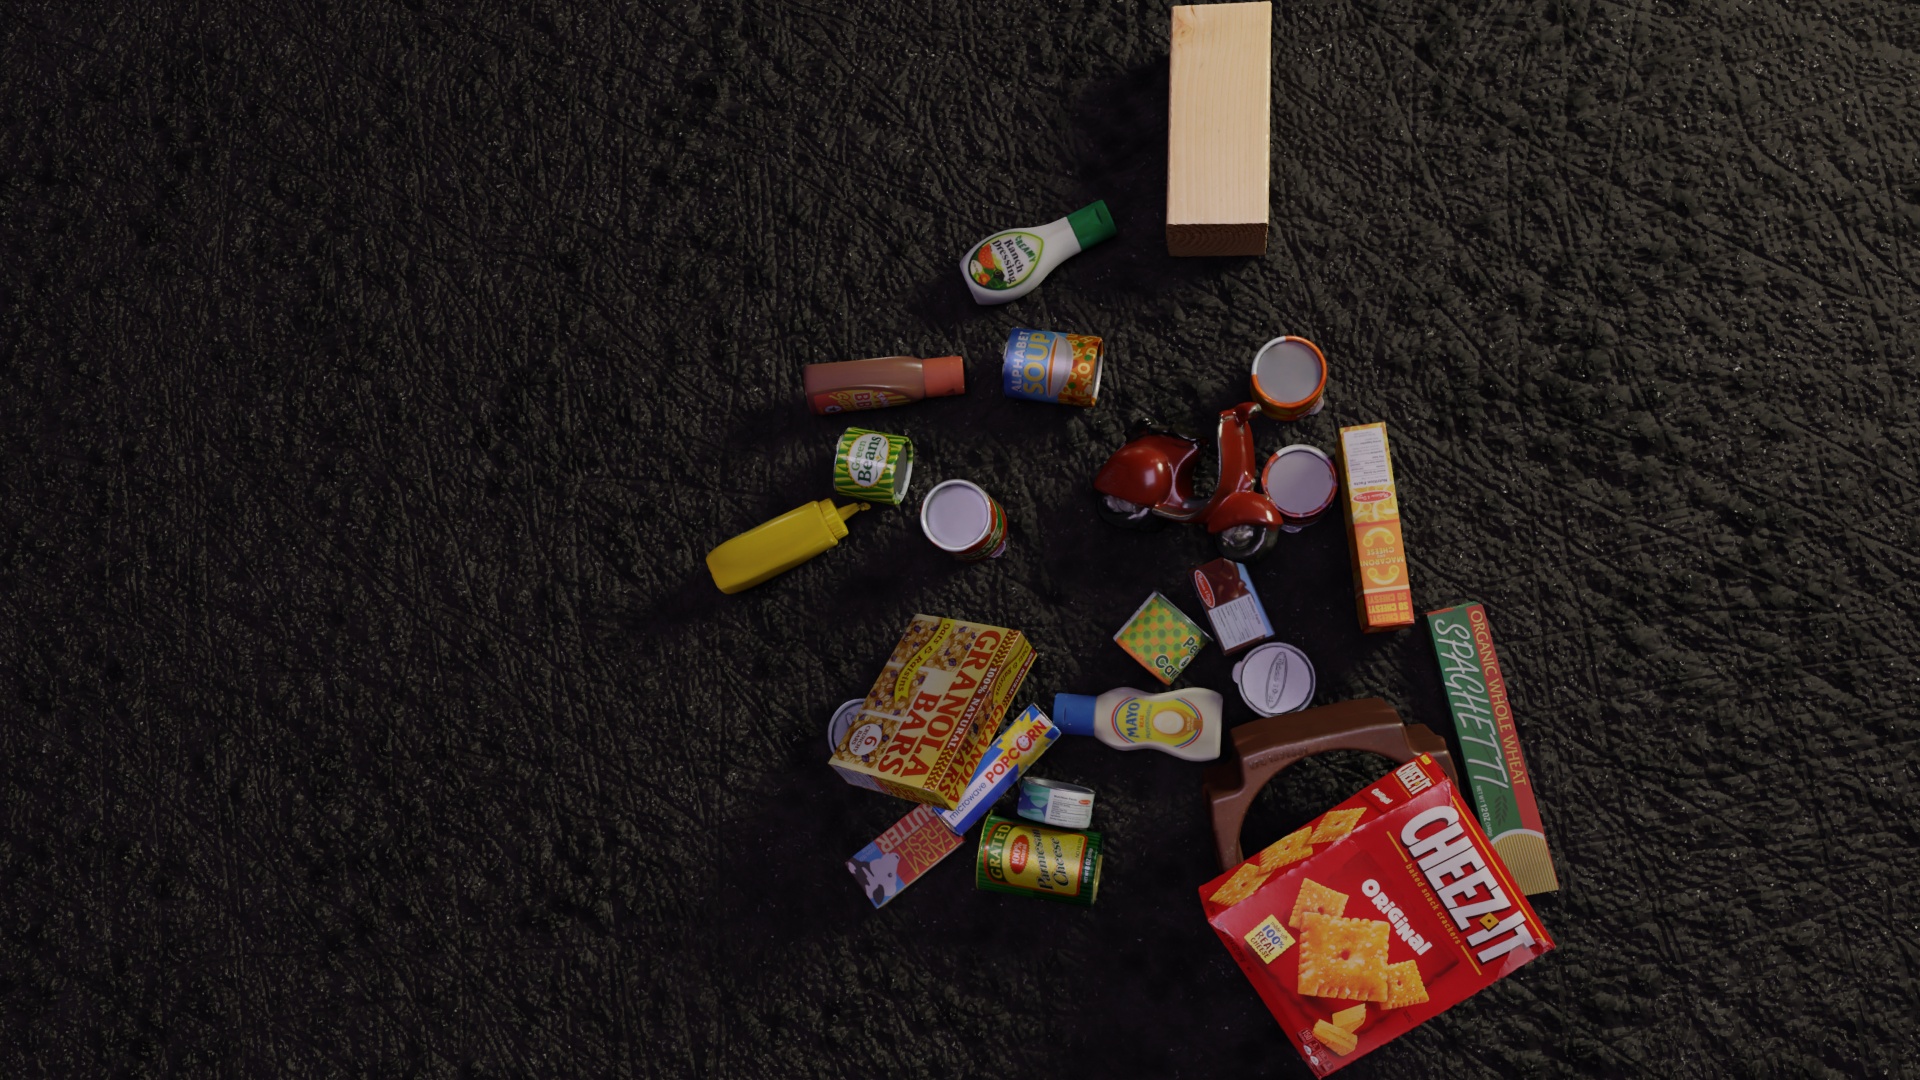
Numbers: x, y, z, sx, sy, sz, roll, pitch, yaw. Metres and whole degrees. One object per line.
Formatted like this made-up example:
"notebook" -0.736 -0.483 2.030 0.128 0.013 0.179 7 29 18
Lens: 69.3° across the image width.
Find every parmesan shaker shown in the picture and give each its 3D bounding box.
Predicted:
"parmesan shaker" 0.071 0.280 1.226 0.103 0.071 0.071 7 84 11

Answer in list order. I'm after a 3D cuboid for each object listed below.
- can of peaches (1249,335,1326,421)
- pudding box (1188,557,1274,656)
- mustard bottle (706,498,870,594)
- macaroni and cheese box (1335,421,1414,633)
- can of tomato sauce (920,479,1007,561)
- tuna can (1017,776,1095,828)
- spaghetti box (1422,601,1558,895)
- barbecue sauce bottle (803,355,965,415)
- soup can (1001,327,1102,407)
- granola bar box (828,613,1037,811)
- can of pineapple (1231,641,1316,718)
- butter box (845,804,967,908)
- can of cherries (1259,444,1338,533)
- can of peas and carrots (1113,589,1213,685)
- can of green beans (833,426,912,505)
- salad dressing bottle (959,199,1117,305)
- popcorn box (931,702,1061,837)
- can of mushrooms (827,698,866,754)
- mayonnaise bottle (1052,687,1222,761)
"can of peaches" 0.295 -0.144 1.244 0.071 0.058 0.071 -2 82 11
"pudding box" 0.243 0.057 1.242 0.049 0.030 0.084 -24 79 8
"mustard bottle" -0.158 -0.002 1.311 0.160 0.065 0.049 -26 84 0
"macaroni and cheese box" 0.350 -0.007 1.182 0.040 0.123 0.166 -8 81 13
"can of tomato sauce" 0.005 -0.016 1.269 0.071 0.083 0.071 -1 82 11
"tuna can" 0.083 0.232 1.232 0.071 0.071 0.033 10 86 12
"spaghetti box" 0.451 0.178 1.187 0.050 0.028 0.250 -13 80 8
"barbecue sauce bottle" -0.071 -0.149 1.314 0.149 0.064 0.044 -6 73 1
"soup can" 0.085 -0.160 1.279 0.084 0.071 0.071 8 84 11
"granola bar box" -0.023 0.148 1.217 0.124 0.039 0.166 6 54 39
"can of pineapple" 0.274 0.122 1.213 0.071 0.058 0.071 -1 82 10
"butter box" -0.049 0.284 1.269 0.103 0.024 0.053 -39 78 4
"can of cherries" 0.299 -0.045 1.230 0.071 0.058 0.071 -1 82 10
"can of peas and carrots" 0.180 0.088 1.230 0.071 0.071 0.058 42 93 13
"can of green beans" -0.081 -0.069 1.301 0.058 0.071 0.071 11 85 12
"salad dressing bottle" 0.074 -0.274 1.311 0.147 0.044 0.064 -25 80 6
"popcorn box" 0.030 0.204 1.221 0.038 0.085 0.127 44 80 10
"can of mushrooms" -0.085 0.178 1.285 0.071 0.033 0.071 -2 82 11
"mayonnaise bottle" 0.158 0.160 1.238 0.148 0.041 0.065 3 85 10
